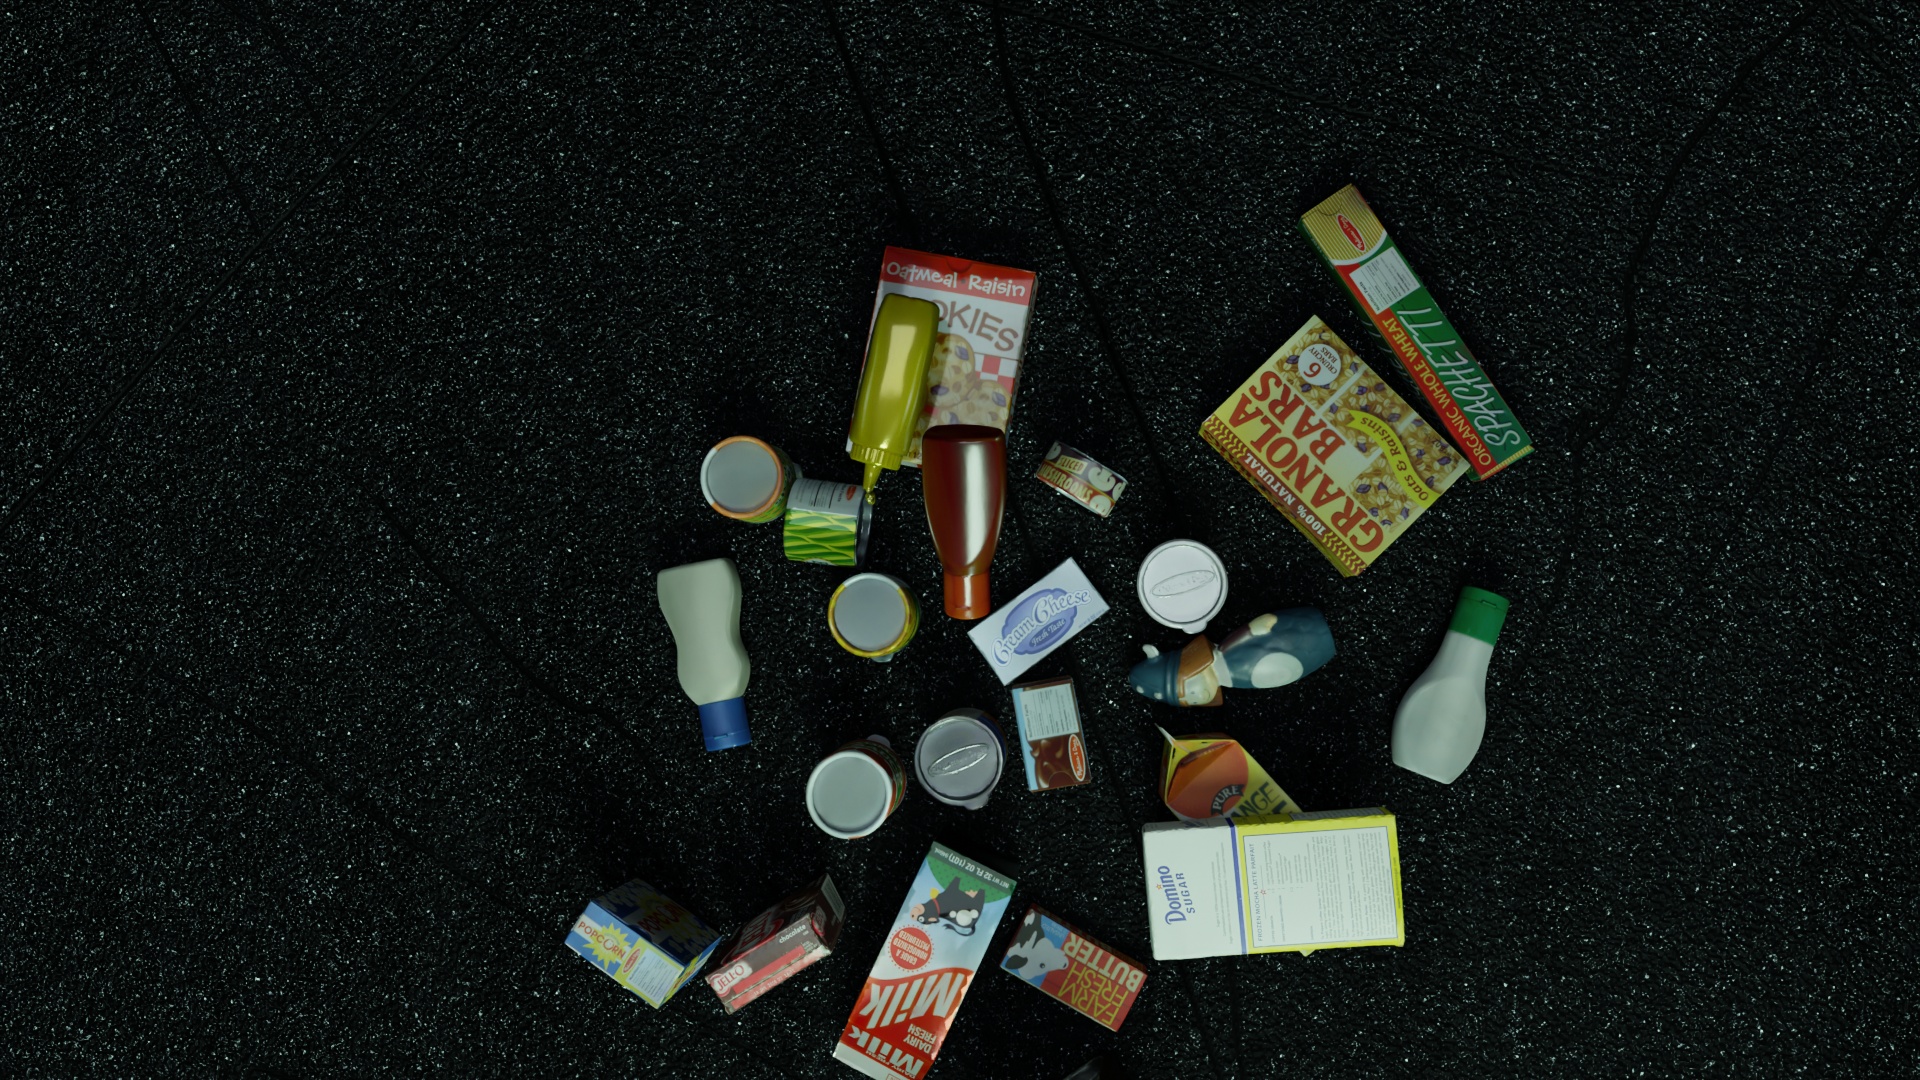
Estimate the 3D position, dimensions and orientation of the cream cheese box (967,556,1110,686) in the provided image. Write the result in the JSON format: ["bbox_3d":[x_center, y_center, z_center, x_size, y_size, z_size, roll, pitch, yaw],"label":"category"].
[{"bbox_3d":[0.061,0.063,1.094,0.104,0.024,0.053,-37,83,1],"label":"cream cheese box"}]

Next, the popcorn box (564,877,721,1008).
[{"bbox_3d":[-0.237,0.302,1.051,0.085,0.126,0.038,34,86,5],"label":"popcorn box"}]

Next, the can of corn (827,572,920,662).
[{"bbox_3d":[-0.067,0.061,1.087,0.071,0.058,0.071,0,87,5],"label":"can of corn"}]

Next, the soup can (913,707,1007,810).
[{"bbox_3d":[0.003,0.166,1.062,0.071,0.084,0.071,0,87,5],"label":"soup can"}]

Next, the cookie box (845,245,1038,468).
[{"bbox_3d":[-0.014,-0.139,1.104,0.123,0.040,0.167,11,88,5],"label":"cookie box"}]

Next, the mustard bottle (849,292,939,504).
[{"bbox_3d":[-0.054,-0.106,1.055,0.049,0.065,0.160,14,93,1],"label":"mustard bottle"}]

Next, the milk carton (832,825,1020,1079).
[{"bbox_3d":[-0.026,0.324,1.060,0.072,0.073,0.190,26,89,5],"label":"milk carton"}]

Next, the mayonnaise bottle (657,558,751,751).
[{"bbox_3d":[-0.198,0.091,1.105,0.065,0.041,0.148,-11,87,5],"label":"mayonnaise bottle"}]

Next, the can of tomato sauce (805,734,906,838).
[{"bbox_3d":[-0.078,0.188,1.067,0.071,0.083,0.071,0,87,5],"label":"can of tomato sauce"}]

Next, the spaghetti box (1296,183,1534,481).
[{"bbox_3d":[0.353,-0.161,1.083,0.050,0.028,0.250,-33,85,2],"label":"spaghetti box"}]

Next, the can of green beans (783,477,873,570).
[{"bbox_3d":[-0.103,-0.014,1.090,0.058,0.071,0.071,7,87,6],"label":"can of green beans"}]

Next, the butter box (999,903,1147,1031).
[{"bbox_3d":[0.088,0.330,1.076,0.103,0.024,0.053,28,90,6],"label":"butter box"}]

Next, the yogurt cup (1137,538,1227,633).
[{"bbox_3d":[0.169,0.034,1.072,0.072,0.054,0.072,0,87,4],"label":"yogurt cup"}]

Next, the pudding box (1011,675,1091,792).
[{"bbox_3d":[0.070,0.151,1.085,0.050,0.030,0.083,-11,86,3],"label":"pudding box"}]

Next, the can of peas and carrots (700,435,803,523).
[{"bbox_3d":[-0.165,-0.048,1.101,0.071,0.058,0.071,0,87,5],"label":"can of peas and carrots"}]

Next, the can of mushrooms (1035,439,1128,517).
[{"bbox_3d":[0.093,-0.048,1.075,0.071,0.071,0.033,32,92,5],"label":"can of mushrooms"}]

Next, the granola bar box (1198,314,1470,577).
[{"bbox_3d":[0.287,-0.072,1.077,0.124,0.039,0.165,-44,85,0],"label":"granola bar box"}]

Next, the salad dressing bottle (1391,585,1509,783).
[{"bbox_3d":[0.376,0.109,1.058,0.064,0.044,0.147,21,87,7],"label":"salad dressing bottle"}]

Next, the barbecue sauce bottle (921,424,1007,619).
[{"bbox_3d":[0.004,-0.013,1.069,0.065,0.044,0.148,3,110,12],"label":"barbecue sauce bottle"}]

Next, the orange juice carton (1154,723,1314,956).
[{"bbox_3d":[0.215,0.211,1.049,0.073,0.072,0.193,-43,85,1],"label":"orange juice carton"}]
